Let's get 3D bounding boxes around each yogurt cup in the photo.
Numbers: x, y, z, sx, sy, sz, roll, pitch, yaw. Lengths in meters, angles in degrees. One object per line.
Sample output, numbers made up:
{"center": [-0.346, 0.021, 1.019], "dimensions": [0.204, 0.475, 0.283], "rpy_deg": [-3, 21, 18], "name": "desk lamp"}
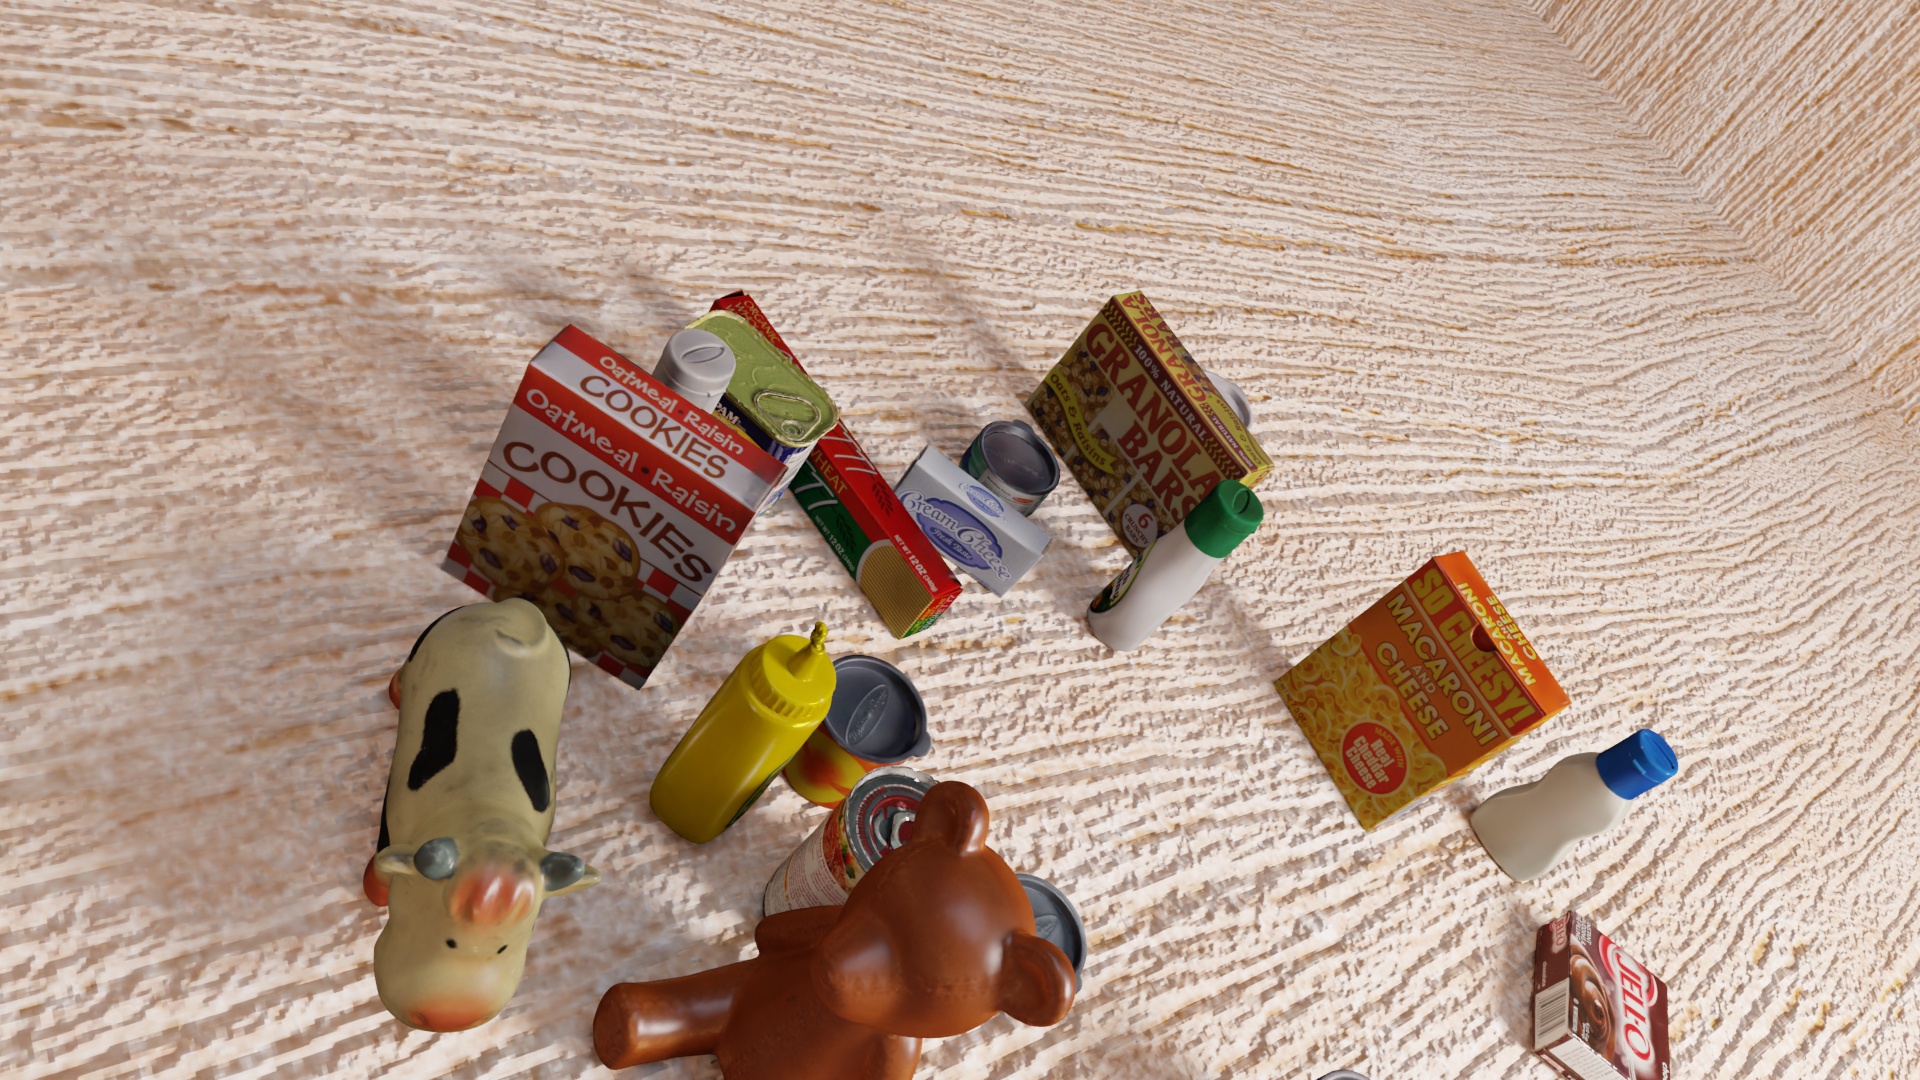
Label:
{"center": [0.193, -0.096, 1.120], "dimensions": [0.072, 0.053, 0.073], "rpy_deg": [20, 45, -21], "name": "yogurt cup"}

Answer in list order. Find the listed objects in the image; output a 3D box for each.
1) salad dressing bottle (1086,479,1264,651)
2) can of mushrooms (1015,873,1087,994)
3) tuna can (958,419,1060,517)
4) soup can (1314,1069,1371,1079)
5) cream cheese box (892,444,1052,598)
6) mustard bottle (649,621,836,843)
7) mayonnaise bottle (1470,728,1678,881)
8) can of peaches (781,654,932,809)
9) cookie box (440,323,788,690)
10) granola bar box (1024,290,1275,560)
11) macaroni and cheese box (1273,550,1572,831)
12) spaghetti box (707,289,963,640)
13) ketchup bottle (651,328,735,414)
{"center": [0.140, 0.017, 0.912], "dimensions": [0.044, 0.147, 0.064], "rpy_deg": [39, 41, -1], "name": "salad dressing bottle"}
{"center": [0.033, 0.218, 0.745], "dimensions": [0.071, 0.033, 0.071], "rpy_deg": [20, 45, -21], "name": "can of mushrooms"}
{"center": [0.034, -0.051, 0.981], "dimensions": [0.071, 0.032, 0.071], "rpy_deg": [20, 45, -21], "name": "tuna can"}
{"center": [0.180, 0.322, 0.724], "dimensions": [0.071, 0.083, 0.072], "rpy_deg": [20, 45, -21], "name": "soup can"}
{"center": [0.003, -0.011, 0.909], "dimensions": [0.104, 0.053, 0.024], "rpy_deg": [37, 41, -3], "name": "cream cheese box"}
{"center": [-0.098, 0.088, 0.668], "dimensions": [0.049, 0.159, 0.066], "rpy_deg": [40, 41, -1], "name": "mustard bottle"}
{"center": [0.434, 0.184, 0.981], "dimensions": [0.041, 0.147, 0.065], "rpy_deg": [-16, 65, -43], "name": "mayonnaise bottle"}
{"center": [-0.058, 0.107, 0.757], "dimensions": [0.071, 0.057, 0.071], "rpy_deg": [20, 45, -21], "name": "can of peaches"}
{"center": [-0.176, -0.011, 0.692], "dimensions": [0.123, 0.166, 0.040], "rpy_deg": [34, 42, -7], "name": "cookie box"}
{"center": [0.132, -0.078, 1.007], "dimensions": [0.039, 0.123, 0.166], "rpy_deg": [-16, 65, -43], "name": "granola bar box"}
{"center": [0.307, 0.104, 0.944], "dimensions": [0.040, 0.165, 0.124], "rpy_deg": [-9, 60, -41], "name": "macaroni and cheese box"}
{"center": [-0.089, -0.050, 0.878], "dimensions": [0.029, 0.050, 0.250], "rpy_deg": [-21, 69, -45], "name": "spaghetti box"}
{"center": [-0.165, -0.052, 0.750], "dimensions": [0.065, 0.148, 0.043], "rpy_deg": [-26, 72, -46], "name": "ketchup bottle"}
